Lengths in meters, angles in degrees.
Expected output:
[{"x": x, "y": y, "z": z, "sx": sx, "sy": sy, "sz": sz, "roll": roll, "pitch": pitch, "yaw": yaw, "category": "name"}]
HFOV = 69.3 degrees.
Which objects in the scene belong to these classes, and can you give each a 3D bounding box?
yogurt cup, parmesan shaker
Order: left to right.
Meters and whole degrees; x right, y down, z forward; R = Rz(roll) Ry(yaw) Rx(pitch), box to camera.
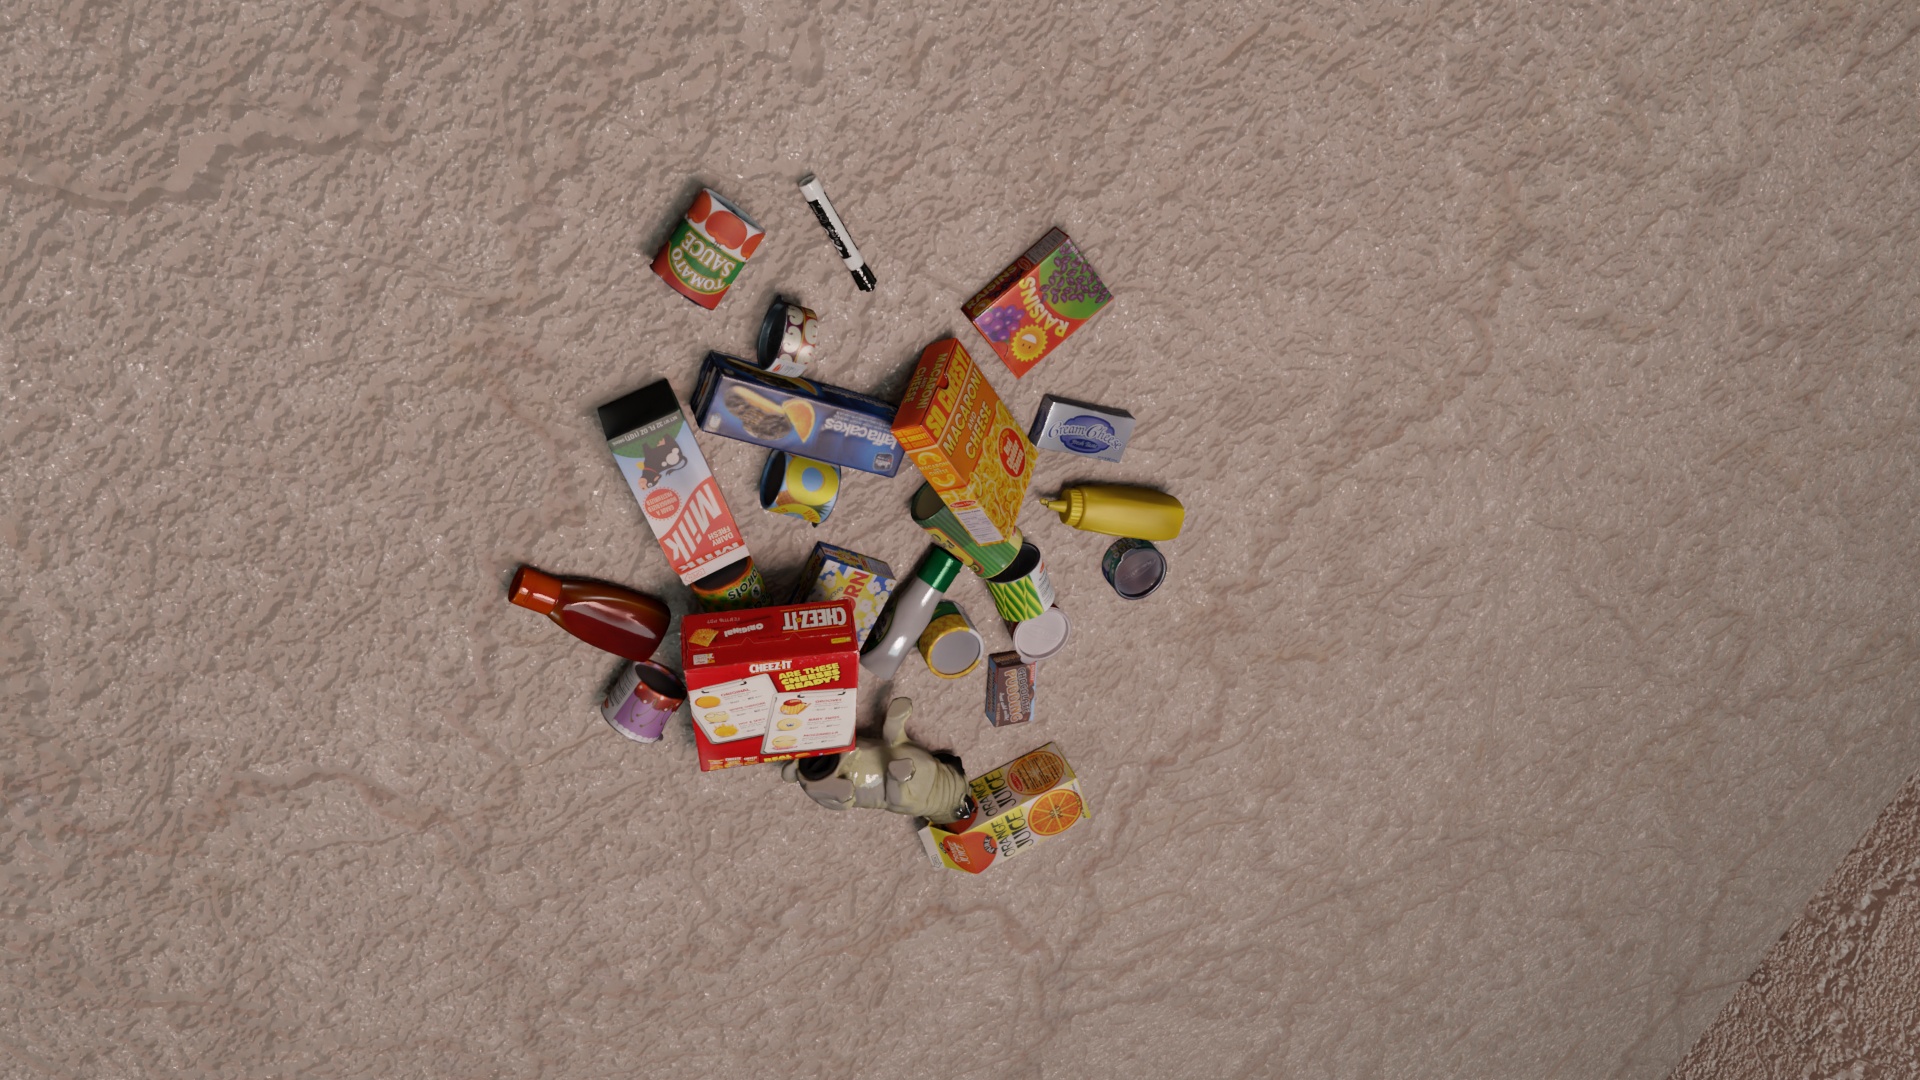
[{"x": 0.005, "y": -0.018, "z": 1.424, "sx": 0.071, "sy": 0.071, "sz": 0.103, "roll": -45, "pitch": 121, "yaw": 7, "category": "parmesan shaker"}, {"x": 0.081, "y": 0.090, "z": 1.522, "sx": 0.072, "sy": 0.054, "sz": 0.072, "roll": -10, "pitch": 121, "yaw": -17, "category": "yogurt cup"}]

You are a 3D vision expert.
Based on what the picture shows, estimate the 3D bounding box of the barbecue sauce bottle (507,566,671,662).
[{"x": -0.358, "y": 0.067, "z": 1.338, "sx": 0.148, "sy": 0.044, "sz": 0.064, "roll": 24, "pitch": 107, "yaw": -30, "category": "barbecue sauce bottle"}]

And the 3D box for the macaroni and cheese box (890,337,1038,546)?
[{"x": 0.008, "y": -0.095, "z": 1.350, "sx": 0.040, "sy": 0.124, "sz": 0.166, "roll": -11, "pitch": 133, "yaw": 33, "category": "macaroni and cheese box"}]

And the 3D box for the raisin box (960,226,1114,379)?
[{"x": 0.075, "y": -0.230, "z": 1.348, "sx": 0.123, "sy": 0.040, "sz": 0.086, "roll": -40, "pitch": 126, "yaw": 4, "category": "raisin box"}]

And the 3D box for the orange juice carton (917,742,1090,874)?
[{"x": 0.046, "y": 0.322, "z": 1.628, "sx": 0.193, "sy": 0.073, "sz": 0.071, "roll": -25, "pitch": 124, "yaw": -7, "category": "orange juice carton"}]

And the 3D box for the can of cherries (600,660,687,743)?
[{"x": -0.315, "y": 0.162, "z": 1.395, "sx": 0.071, "sy": 0.072, "sz": 0.058, "roll": 29, "pitch": 103, "yaw": -32, "category": "can of cherries"}]

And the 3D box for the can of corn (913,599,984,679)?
[{"x": -0.016, "y": 0.108, "z": 1.490, "sx": 0.071, "sy": 0.058, "sz": 0.070, "roll": -10, "pitch": 121, "yaw": -17, "category": "can of corn"}]

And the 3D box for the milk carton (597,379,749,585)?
[{"x": -0.263, "y": -0.045, "z": 1.295, "sx": 0.072, "sy": 0.074, "sz": 0.189, "roll": -25, "pitch": 125, "yaw": -7, "category": "milk carton"}]

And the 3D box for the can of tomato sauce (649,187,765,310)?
[{"x": -0.217, "y": -0.251, "z": 1.198, "sx": 0.071, "sy": 0.071, "sz": 0.083, "roll": 30, "pitch": 103, "yaw": -32, "category": "can of tomato sauce"}]

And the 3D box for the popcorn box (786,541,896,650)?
[{"x": -0.133, "y": 0.073, "z": 1.435, "sx": 0.085, "sy": 0.038, "sz": 0.126, "roll": 19, "pitch": 109, "yaw": -29, "category": "popcorn box"}]

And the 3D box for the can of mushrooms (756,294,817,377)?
[{"x": -0.157, "y": -0.185, "z": 1.264, "sx": 0.033, "sy": 0.071, "sz": 0.070, "roll": 13, "pitch": 113, "yaw": -27, "category": "can of mushrooms"}]

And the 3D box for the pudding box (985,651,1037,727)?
[{"x": 0.058, "y": 0.167, "z": 1.571, "sx": 0.050, "sy": 0.030, "sz": 0.083, "roll": -8, "pitch": 121, "yaw": -19, "category": "pudding box"}]

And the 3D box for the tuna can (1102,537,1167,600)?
[{"x": 0.192, "y": 0.029, "z": 1.545, "sx": 0.071, "sy": 0.033, "sz": 0.070, "roll": -10, "pitch": 121, "yaw": -17, "category": "tuna can"}]

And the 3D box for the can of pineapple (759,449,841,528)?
[{"x": -0.155, "y": -0.052, "z": 1.338, "sx": 0.058, "sy": 0.071, "sz": 0.070, "roll": 15, "pitch": 112, "yaw": -27, "category": "can of pineapple"}]

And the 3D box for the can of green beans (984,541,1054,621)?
[{"x": 0.062, "y": 0.044, "z": 1.481, "sx": 0.071, "sy": 0.071, "sz": 0.057, "roll": -27, "pitch": 125, "yaw": -6, "category": "can of green beans"}]

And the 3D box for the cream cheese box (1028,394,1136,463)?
[{"x": 0.127, "y": -0.116, "z": 1.442, "sx": 0.104, "sy": 0.024, "sz": 0.053, "roll": 9, "pitch": 113, "yaw": -26, "category": "cream cheese box"}]

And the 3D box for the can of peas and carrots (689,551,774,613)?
[{"x": -0.223, "y": 0.050, "z": 1.367, "sx": 0.071, "sy": 0.071, "sz": 0.058, "roll": -26, "pitch": 124, "yaw": -6, "category": "can of peas and carrots"}]

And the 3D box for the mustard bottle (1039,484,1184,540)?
[{"x": 0.157, "y": -0.032, "z": 1.481, "sx": 0.160, "sy": 0.065, "sz": 0.048, "roll": 5, "pitch": 111, "yaw": -18, "category": "mustard bottle"}]

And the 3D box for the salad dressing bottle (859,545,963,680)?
[{"x": -0.052, "y": 0.075, "z": 1.459, "sx": 0.044, "sy": 0.064, "sz": 0.147, "roll": 33, "pitch": 94, "yaw": -11, "category": "salad dressing bottle"}]
